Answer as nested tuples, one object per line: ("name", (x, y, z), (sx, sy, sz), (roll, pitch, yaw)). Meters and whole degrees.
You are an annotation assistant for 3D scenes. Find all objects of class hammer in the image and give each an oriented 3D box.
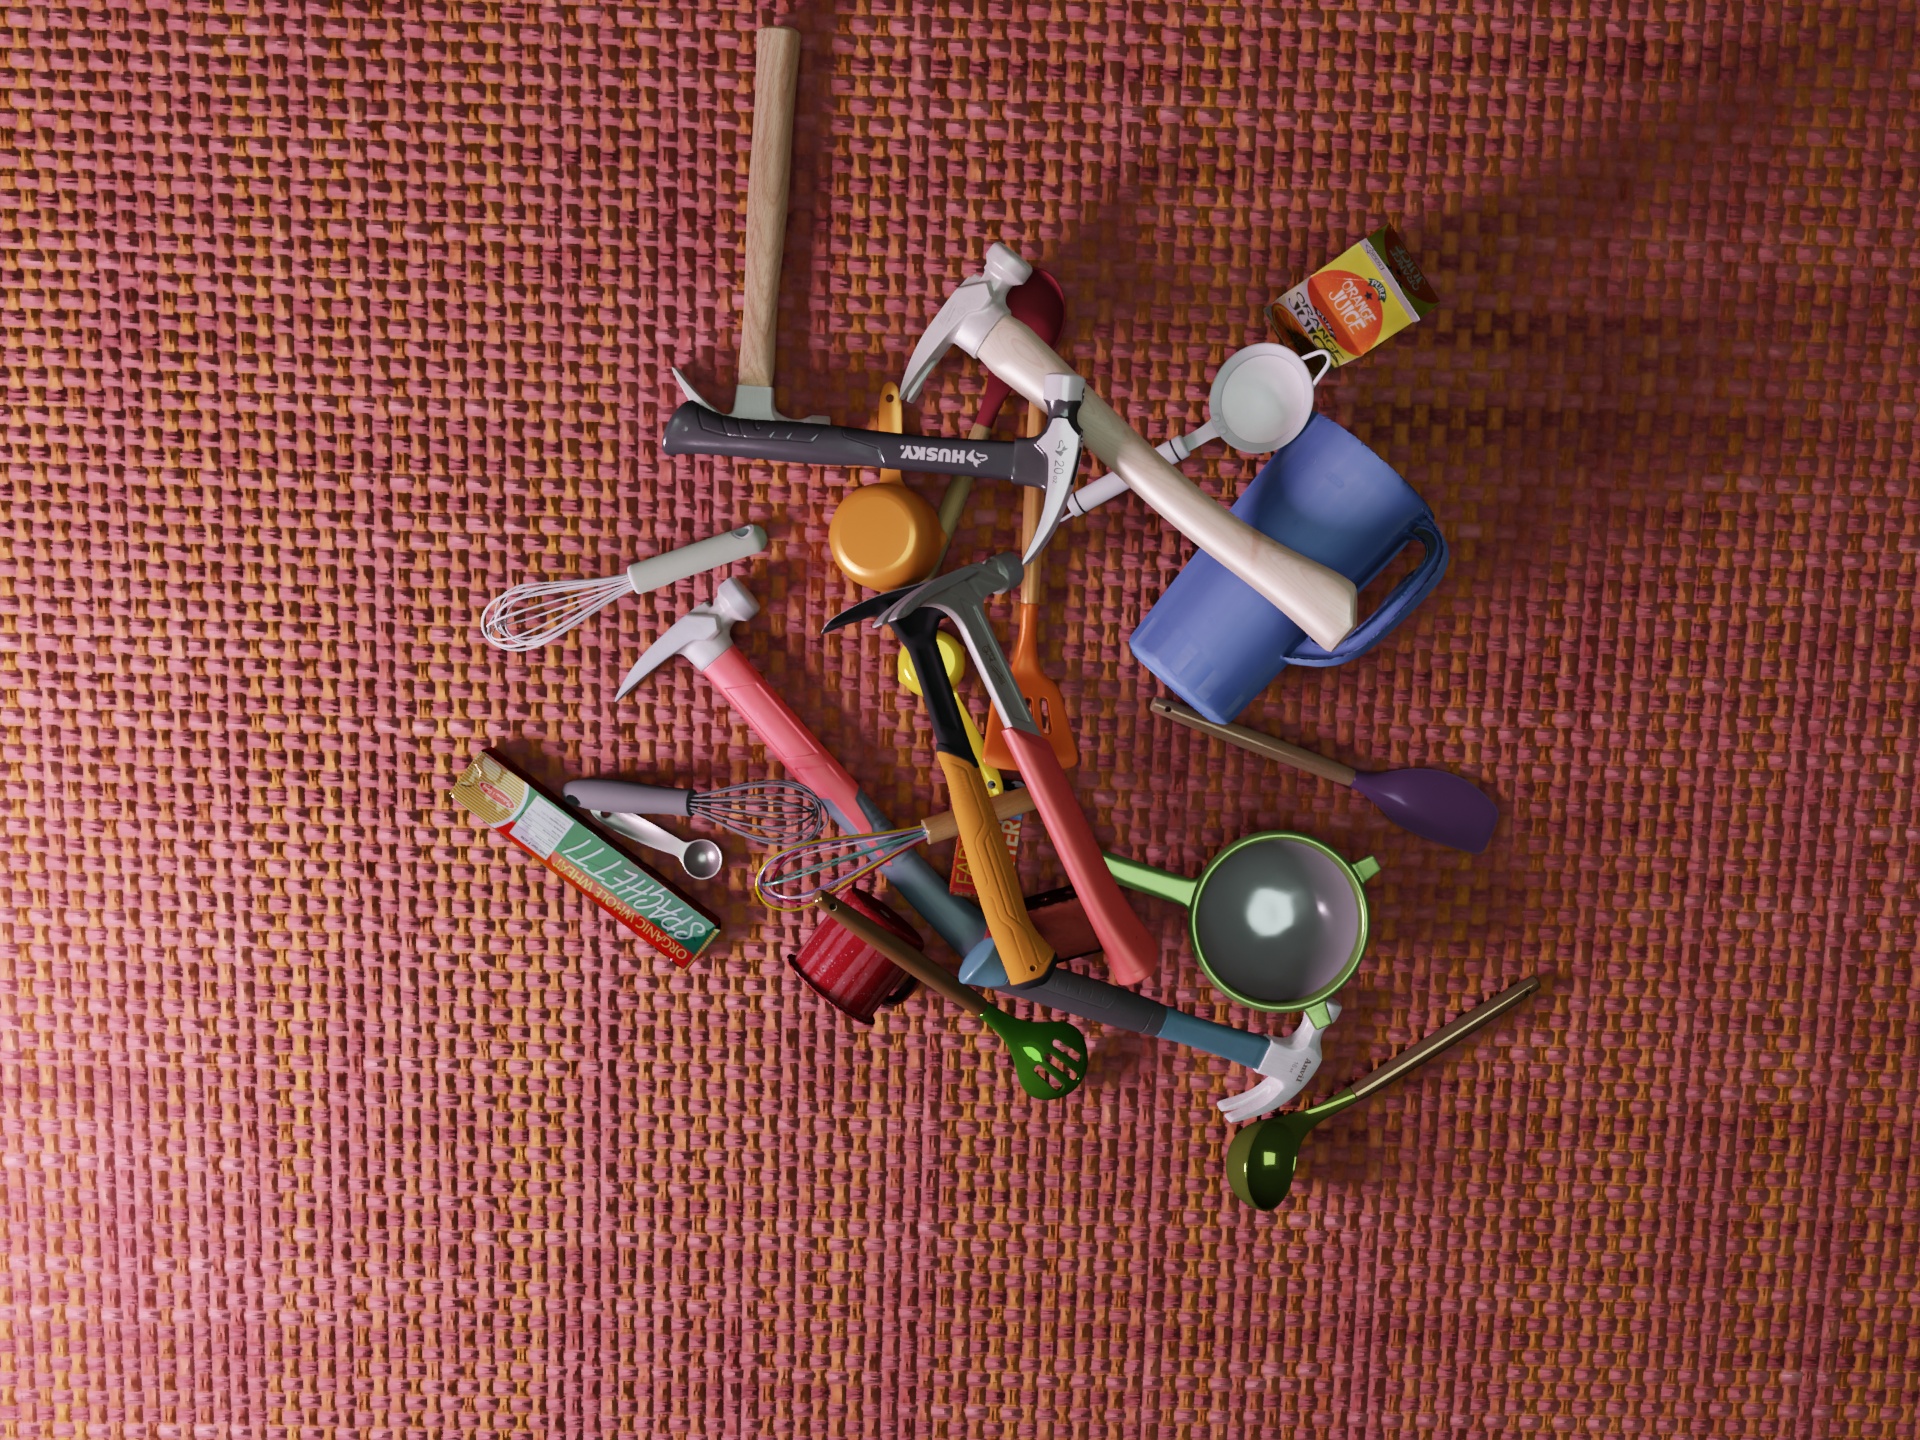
("hammer", (-0.160, -0.385, 1.283), (0.130, 0.031, 0.331), (4, 97, -2))
("hammer", (-0.116, 0.070, 1.337), (0.143, 0.038, 0.386), (-40, 96, 5))
("hammer", (0.133, -0.190, 1.232), (0.411, 0.038, 0.146), (43, 107, 13))
("hammer", (0.061, 0.049, 1.259), (0.149, 0.037, 0.359), (-30, 98, -41))
("hammer", (-0.073, -0.207, 1.245), (0.335, 0.035, 0.146), (7, 96, 11))
("hammer", (0.155, 0.246, 1.331), (0.330, 0.033, 0.128), (20, 100, -17))
("hammer", (-0.002, 0.054, 1.273), (0.127, 0.034, 0.337), (-17, 84, -16))

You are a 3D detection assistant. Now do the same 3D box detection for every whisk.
("whisk", (-0.276, -0.113, 1.312), (0.246, 0.058, 0.059), (-19, 131, -1))
("whisk", (-0.049, 0.101, 1.293), (0.245, 0.051, 0.047), (-18, 79, -12))
("whisk", (-0.221, 0.069, 1.310), (0.239, 0.055, 0.055), (4, 98, 17))

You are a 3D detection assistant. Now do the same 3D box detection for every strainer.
("strainer", (0.184, -0.225, 1.282), (0.258, 0.050, 0.087), (-27, 77, 21))
("strainer", (0.212, 0.150, 1.337), (0.256, 0.069, 0.151), (18, 89, 2))

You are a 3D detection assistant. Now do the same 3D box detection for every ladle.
("ladle", (0.010, -0.217, 1.308), (0.069, 0.031, 0.315), (24, 99, 15))
("ladle", (0.367, 0.315, 1.367), (0.320, 0.062, 0.078), (-32, 119, 0))

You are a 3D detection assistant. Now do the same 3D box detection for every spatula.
("spatula", (0.061, -0.121, 1.314), (0.081, 0.041, 0.322), (1, 96, -8))
("spatula", (0.309, 0.038, 1.349), (0.316, 0.018, 0.060), (20, 94, -4))

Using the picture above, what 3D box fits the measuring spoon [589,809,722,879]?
("measuring spoon", (-0.258, 0.098, 1.353), (0.124, 0.018, 0.034), (25, 94, 3))

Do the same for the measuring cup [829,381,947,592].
("measuring cup", (-0.063, -0.191, 1.291), (0.095, 0.052, 0.173), (1, 93, 13))

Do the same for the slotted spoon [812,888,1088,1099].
("slotted spoon", (-0.002, 0.226, 1.308), (0.313, 0.031, 0.070), (39, 80, -25))

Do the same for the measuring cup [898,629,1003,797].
("measuring cup", (-0.002, -0.004, 1.319), (0.062, 0.029, 0.156), (-26, 85, -2))
